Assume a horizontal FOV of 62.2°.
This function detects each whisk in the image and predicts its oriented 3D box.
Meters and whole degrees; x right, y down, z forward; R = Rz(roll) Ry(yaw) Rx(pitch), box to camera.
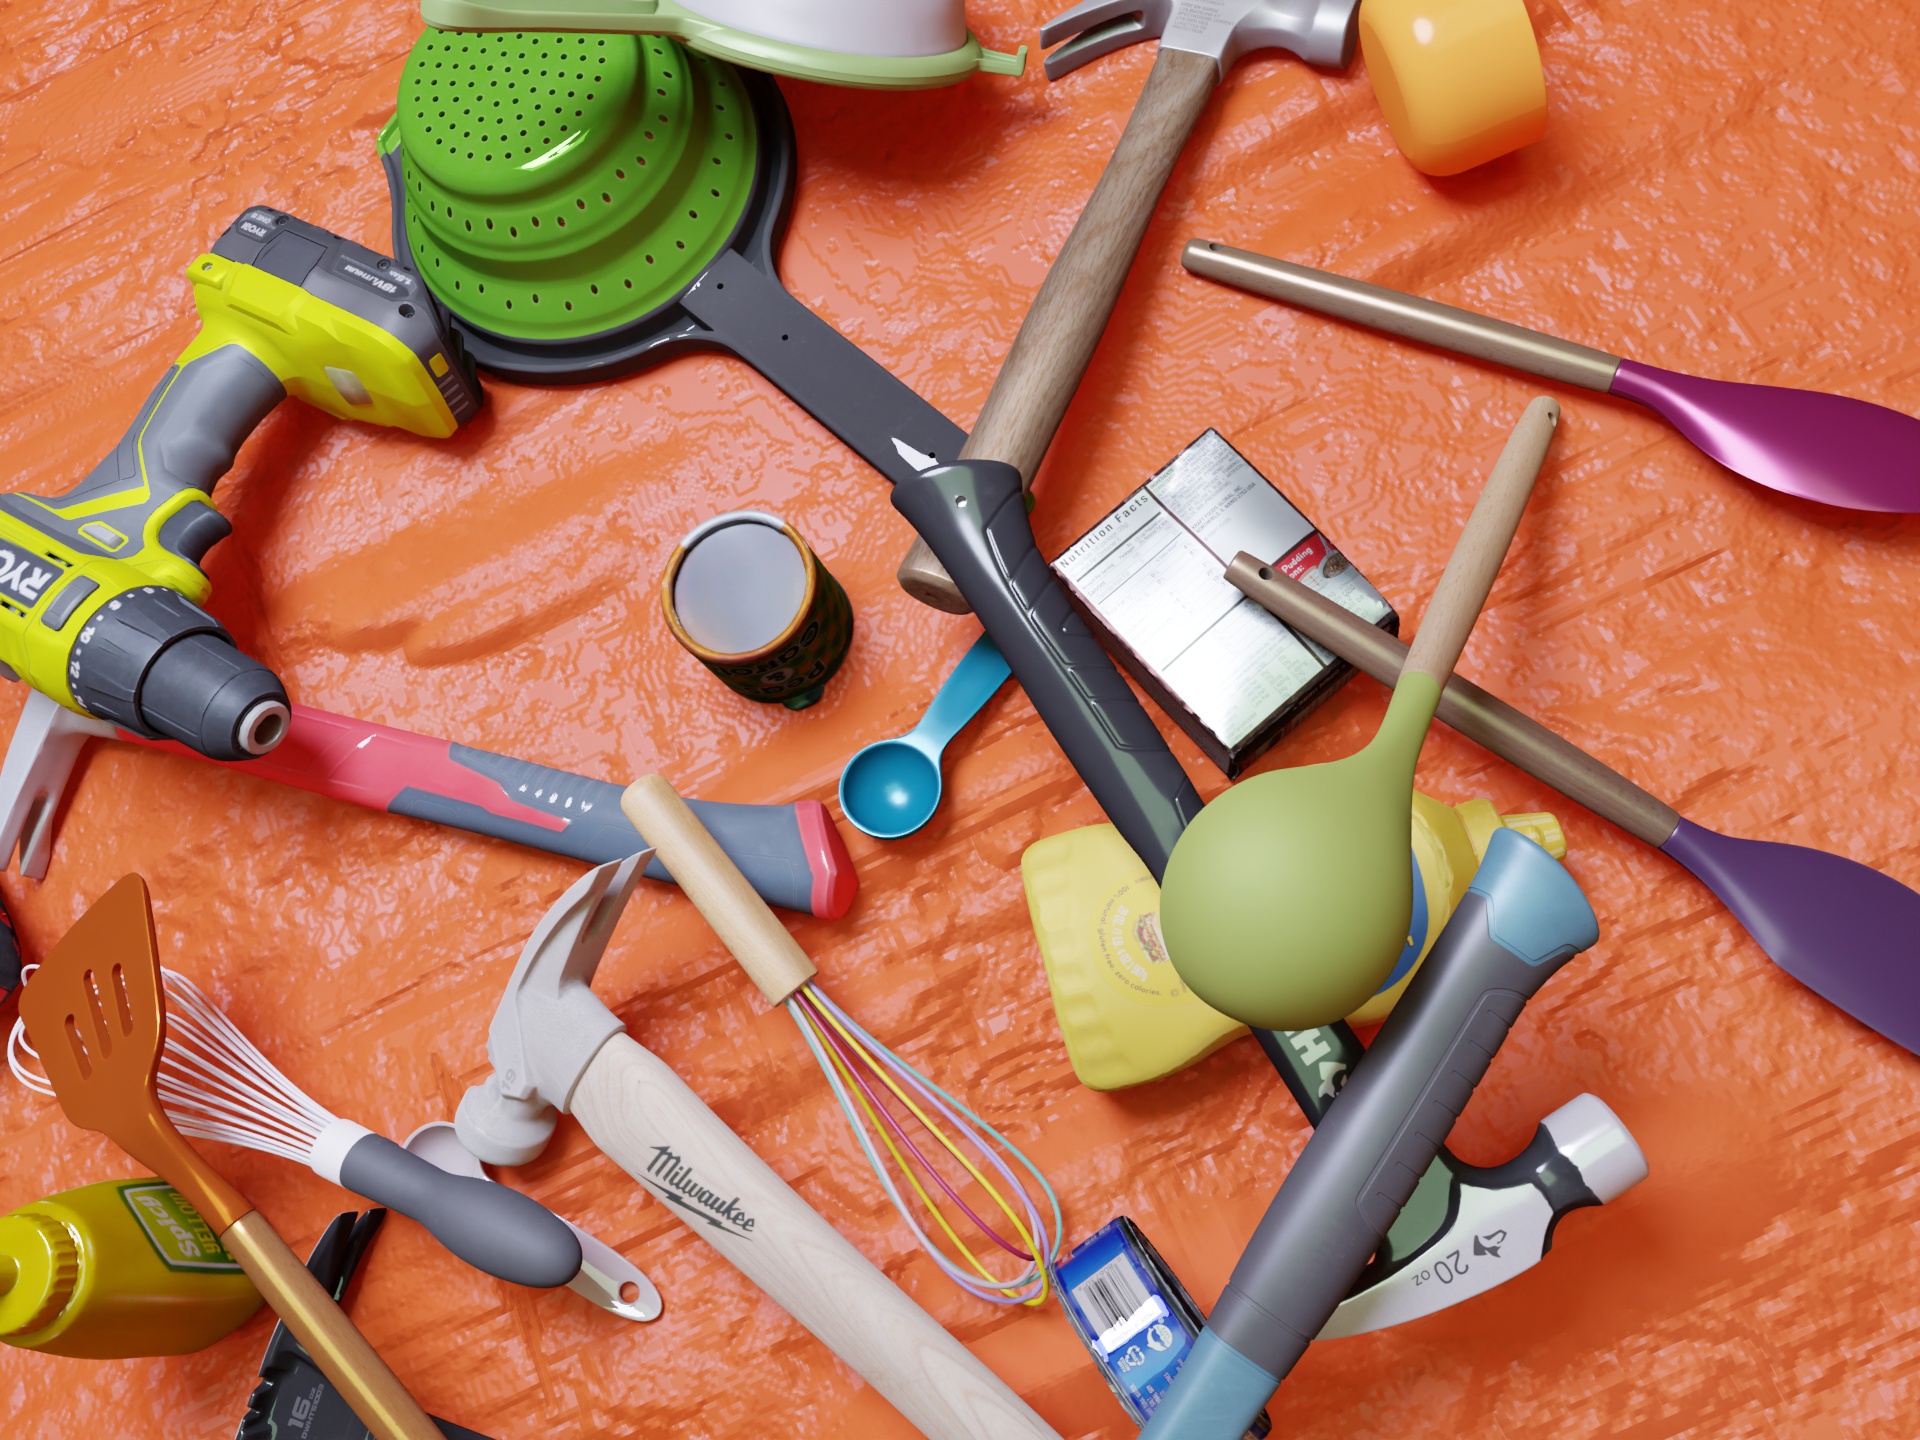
[{"bbox_3d":[-0.045,0.116,0.594,0.051,0.047,0.245,-39,82,-7],"label":"whisk"},{"bbox_3d":[-0.266,0.157,0.624,0.285,0.070,0.070,18,79,20],"label":"whisk"}]

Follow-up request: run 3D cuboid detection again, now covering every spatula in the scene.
[{"bbox_3d":[-0.242,0.199,0.582,0.081,0.041,0.323,-44,83,12],"label":"spatula"},{"bbox_3d":[0.234,0.024,0.575,0.316,0.018,0.060,32,64,8],"label":"spatula"}]

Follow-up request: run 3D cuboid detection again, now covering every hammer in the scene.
[{"bbox_3d":[-0.232,0.039,0.673,0.386,0.038,0.143,13,79,14],"label":"hammer"},{"bbox_3d":[-0.011,0.217,0.546,0.411,0.038,0.146,38,116,18],"label":"hammer"},{"bbox_3d":[0.053,-0.191,0.666,0.130,0.031,0.331,19,71,18],"label":"hammer"},{"bbox_3d":[0.095,0.181,0.484,0.128,0.033,0.331,34,85,3],"label":"hammer"},{"bbox_3d":[0.073,0.049,0.547,0.146,0.035,0.335,-33,78,2],"label":"hammer"},{"bbox_3d":[-0.110,0.290,0.581,0.337,0.034,0.127,14,79,14],"label":"hammer"}]

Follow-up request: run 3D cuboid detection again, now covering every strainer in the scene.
[{"bbox_3d":[-0.097,-0.312,0.646,0.256,0.069,0.152,-20,48,-40],"label":"strainer"}]

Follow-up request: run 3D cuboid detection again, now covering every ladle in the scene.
[{"bbox_3d":[0.155,-0.023,0.550,0.078,0.062,0.320,49,49,-15],"label":"ladle"}]

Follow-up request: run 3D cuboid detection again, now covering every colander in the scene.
[{"bbox_3d":[-0.125,-0.213,0.693,0.397,0.094,0.204,41,85,19],"label":"colander"}]

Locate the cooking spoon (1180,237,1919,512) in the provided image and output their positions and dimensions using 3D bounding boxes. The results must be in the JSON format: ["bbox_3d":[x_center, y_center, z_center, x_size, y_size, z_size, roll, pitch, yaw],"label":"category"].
[{"bbox_3d":[0.237,-0.146,0.637,0.319,0.017,0.069,22,53,19],"label":"cooking spoon"}]

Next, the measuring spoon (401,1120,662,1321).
[{"bbox_3d":[-0.169,0.200,0.631,0.124,0.018,0.034,30,82,10],"label":"measuring spoon"}]

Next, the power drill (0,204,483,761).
[{"bbox_3d":[-0.312,-0.099,0.680,0.191,0.080,0.228,25,68,18],"label":"power drill"}]

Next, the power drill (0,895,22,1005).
[{"bbox_3d":[-0.510,0.129,0.676,0.219,0.078,0.143,-44,53,-8],"label":"power drill"}]

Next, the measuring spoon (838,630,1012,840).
[{"bbox_3d":[-0.001,-0.002,0.655,0.042,0.021,0.128,33,74,19],"label":"measuring spoon"}]

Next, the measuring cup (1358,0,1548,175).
[{"bbox_3d":[0.188,-0.303,0.672,0.052,0.095,0.174,-24,58,11],"label":"measuring cup"}]
